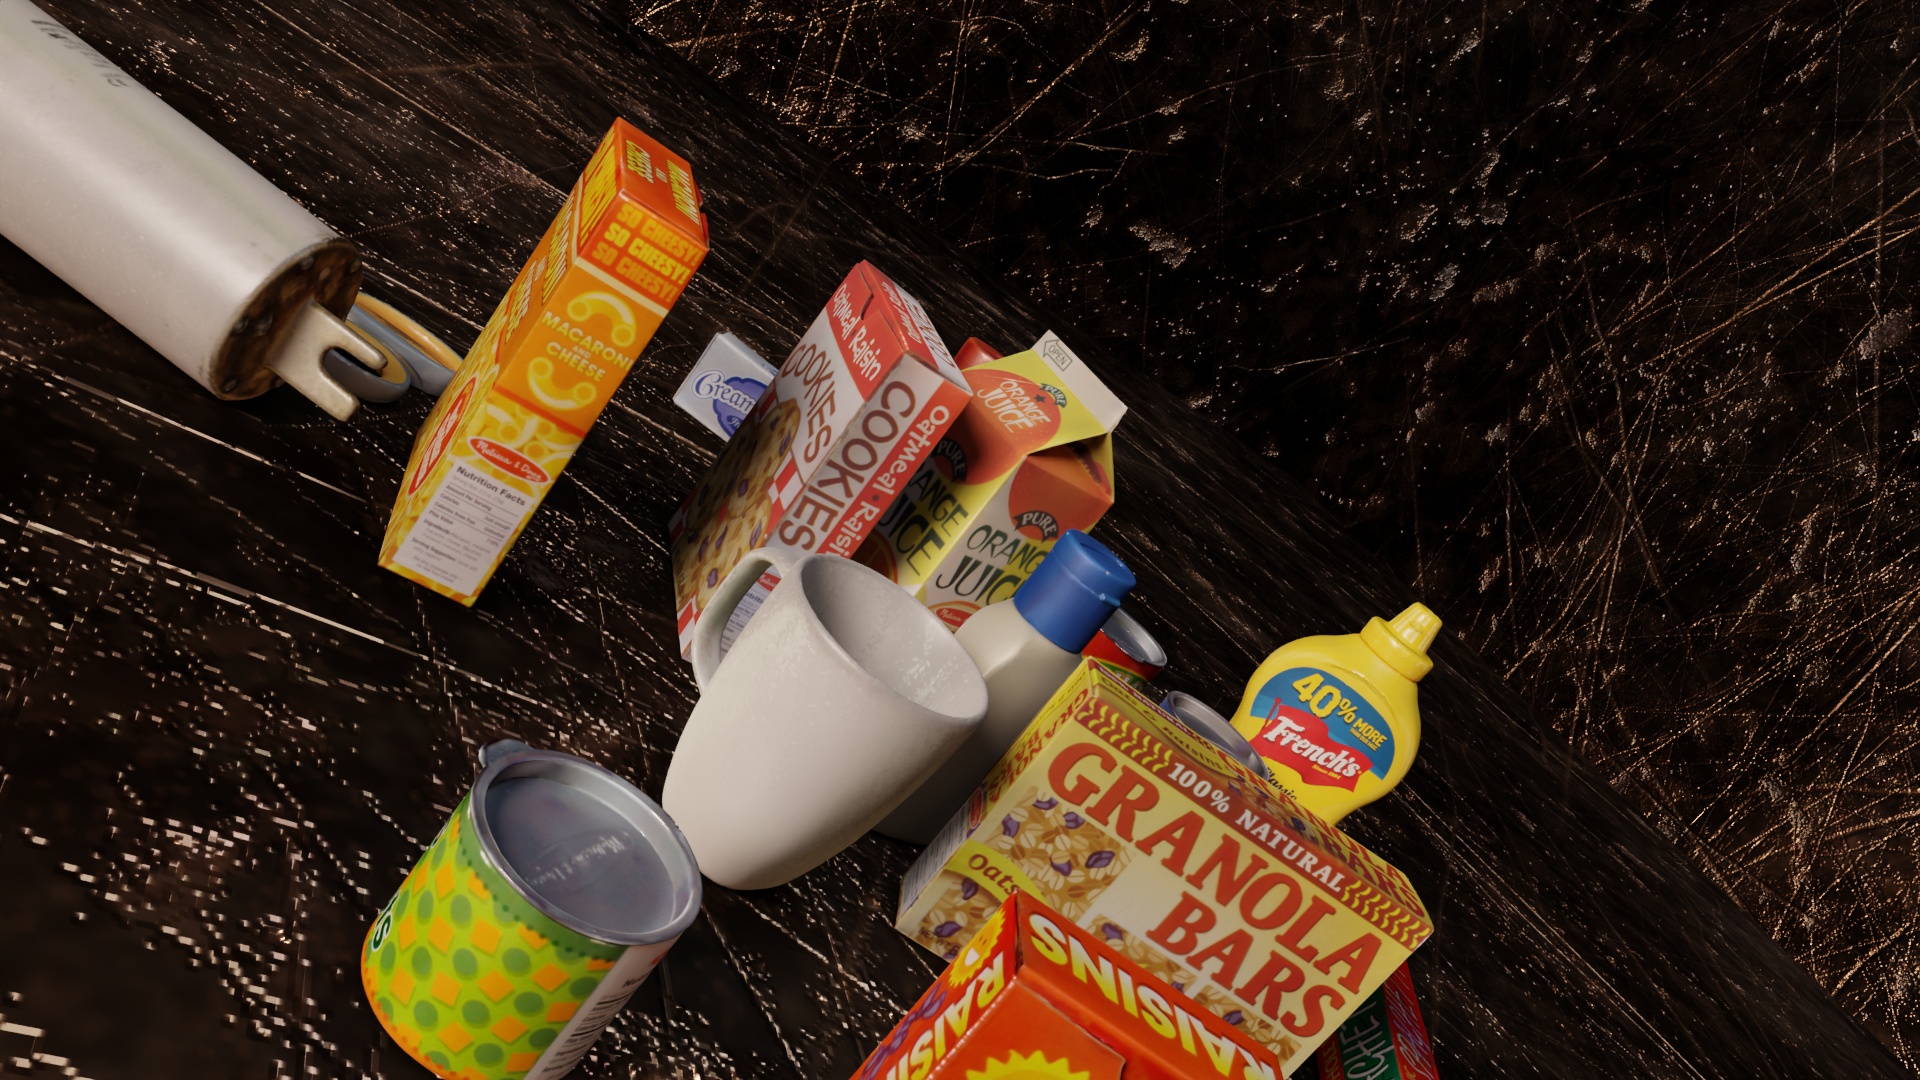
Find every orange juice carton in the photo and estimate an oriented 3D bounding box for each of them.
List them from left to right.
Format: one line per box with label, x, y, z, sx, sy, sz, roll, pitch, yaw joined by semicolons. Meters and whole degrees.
orange juice carton;0.002;-0.008;0.674;0.073;0.192;0.072;23;21;-45

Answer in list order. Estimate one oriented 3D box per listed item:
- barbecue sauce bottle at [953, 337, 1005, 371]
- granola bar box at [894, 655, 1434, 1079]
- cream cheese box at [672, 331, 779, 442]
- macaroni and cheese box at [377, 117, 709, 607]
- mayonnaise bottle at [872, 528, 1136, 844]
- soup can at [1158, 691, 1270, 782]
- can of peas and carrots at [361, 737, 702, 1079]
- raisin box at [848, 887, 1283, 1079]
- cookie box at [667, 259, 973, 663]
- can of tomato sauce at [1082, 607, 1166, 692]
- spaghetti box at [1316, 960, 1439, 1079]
barbecue sauce bottle;-0.024;-0.051;0.823;0.065;0.148;0.044;27;18;-36
granola bar box;0.077;0.140;0.541;0.165;0.124;0.039;35;15;-11
cream cheese box;-0.121;-0.077;0.858;0.104;0.053;0.024;38;15;-1
macaroni and cheese box;-0.160;-0.073;0.541;0.040;0.166;0.124;31;16;-27
mayonnaise bottle;0.014;0.062;0.580;0.065;0.147;0.041;25;20;-42
soup can;0.108;0.132;0.715;0.071;0.083;0.071;35;15;-11
can of peas and carrots;-0.113;0.096;0.361;0.071;0.058;0.071;35;15;-11
raisin box;0.010;0.158;0.340;0.086;0.123;0.040;36;15;-10
cookie box;-0.071;-0.034;0.631;0.040;0.167;0.123;31;16;-27
can of tomato sauce;0.063;0.078;0.770;0.071;0.083;0.071;35;15;-11
spaghetti box;0.199;0.236;0.681;0.029;0.050;0.251;38;15;1
